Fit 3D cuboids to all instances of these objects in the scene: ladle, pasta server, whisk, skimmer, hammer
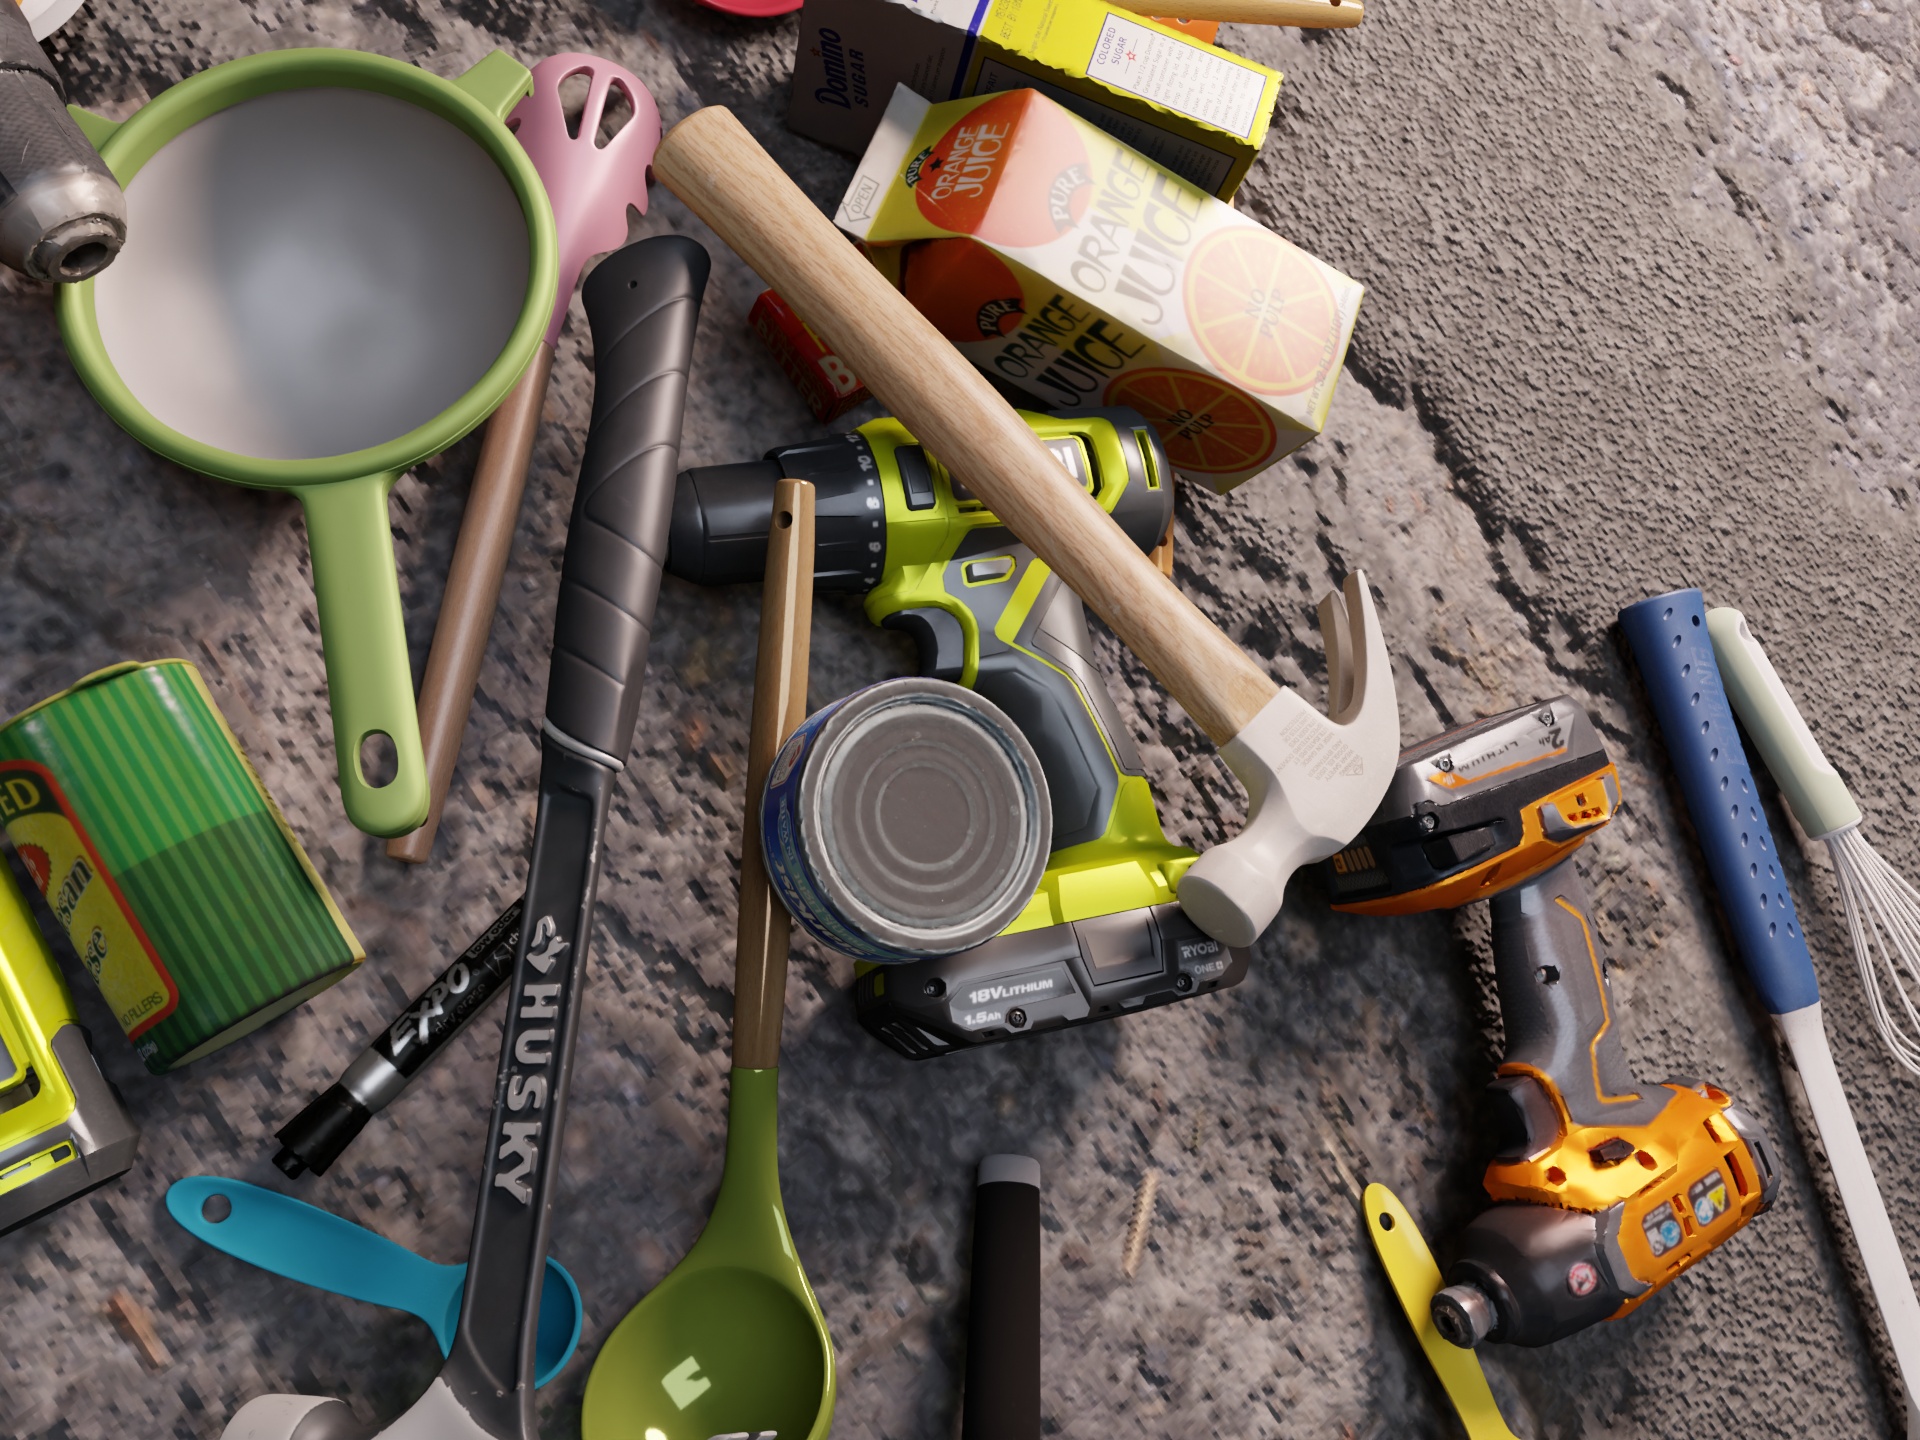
[{"bbox_3d":[-0.067,0.081,0.491,0.078,0.062,0.320,2,85,17],"label":"ladle"},{"bbox_3d":[0.021,-0.311,0.664,0.315,0.031,0.069,0,77,-12],"label":"ladle"},{"bbox_3d":[-0.157,-0.104,0.560,0.060,0.040,0.316,14,74,-19],"label":"pasta server"},{"bbox_3d":[0.410,0.057,0.737,0.058,0.059,0.246,-15,76,-48],"label":"whisk"},{"bbox_3d":[-0.002,0.327,0.498,0.127,0.090,0.364,11,61,-15],"label":"skimmer"},{"bbox_3d":[0.021,-0.085,0.545,0.331,0.031,0.130,46,64,2],"label":"hammer"},{"bbox_3d":[-0.113,0.025,0.483,0.149,0.036,0.409,-3,68,15],"label":"hammer"},{"bbox_3d":[0.368,0.138,0.701,0.144,0.035,0.406,-10,79,-25],"label":"hammer"}]

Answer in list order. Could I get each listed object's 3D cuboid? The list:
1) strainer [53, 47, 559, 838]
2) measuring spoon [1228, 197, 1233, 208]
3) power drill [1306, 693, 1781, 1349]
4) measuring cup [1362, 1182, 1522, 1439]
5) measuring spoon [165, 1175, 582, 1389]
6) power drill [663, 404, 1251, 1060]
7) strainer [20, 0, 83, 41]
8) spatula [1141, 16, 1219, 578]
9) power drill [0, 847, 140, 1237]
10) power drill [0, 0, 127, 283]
[{"bbox_3d":[-0.192,-0.084,0.507,0.151,0.069,0.256,-11,78,-7],"label":"strainer"},{"bbox_3d":[0.115,-0.210,0.708,0.021,0.011,0.117,15,70,-18],"label":"measuring spoon"},{"bbox_3d":[0.214,0.120,0.616,0.164,0.084,0.226,-19,87,-29],"label":"power drill"},{"bbox_3d":[0.184,0.254,0.603,0.062,0.029,0.157,-11,68,-27],"label":"measuring cup"},{"bbox_3d":[-0.176,0.166,0.481,0.128,0.021,0.042,23,68,-5],"label":"measuring spoon"},{"bbox_3d":[-0.001,-0.002,0.567,0.190,0.080,0.229,-8,76,-20],"label":"power drill"},{"bbox_3d":[-0.302,-0.308,0.550,0.087,0.050,0.258,27,62,2],"label":"strainer"},{"bbox_3d":[0.085,-0.216,0.682,0.081,0.041,0.323,5,75,-12],"label":"spatula"},{"bbox_3d":[-0.353,0.090,0.396,0.223,0.080,0.171,-26,86,-30],"label":"power drill"},{"bbox_3d":[-0.368,-0.161,0.437,0.226,0.084,0.185,-37,89,-18],"label":"power drill"}]
